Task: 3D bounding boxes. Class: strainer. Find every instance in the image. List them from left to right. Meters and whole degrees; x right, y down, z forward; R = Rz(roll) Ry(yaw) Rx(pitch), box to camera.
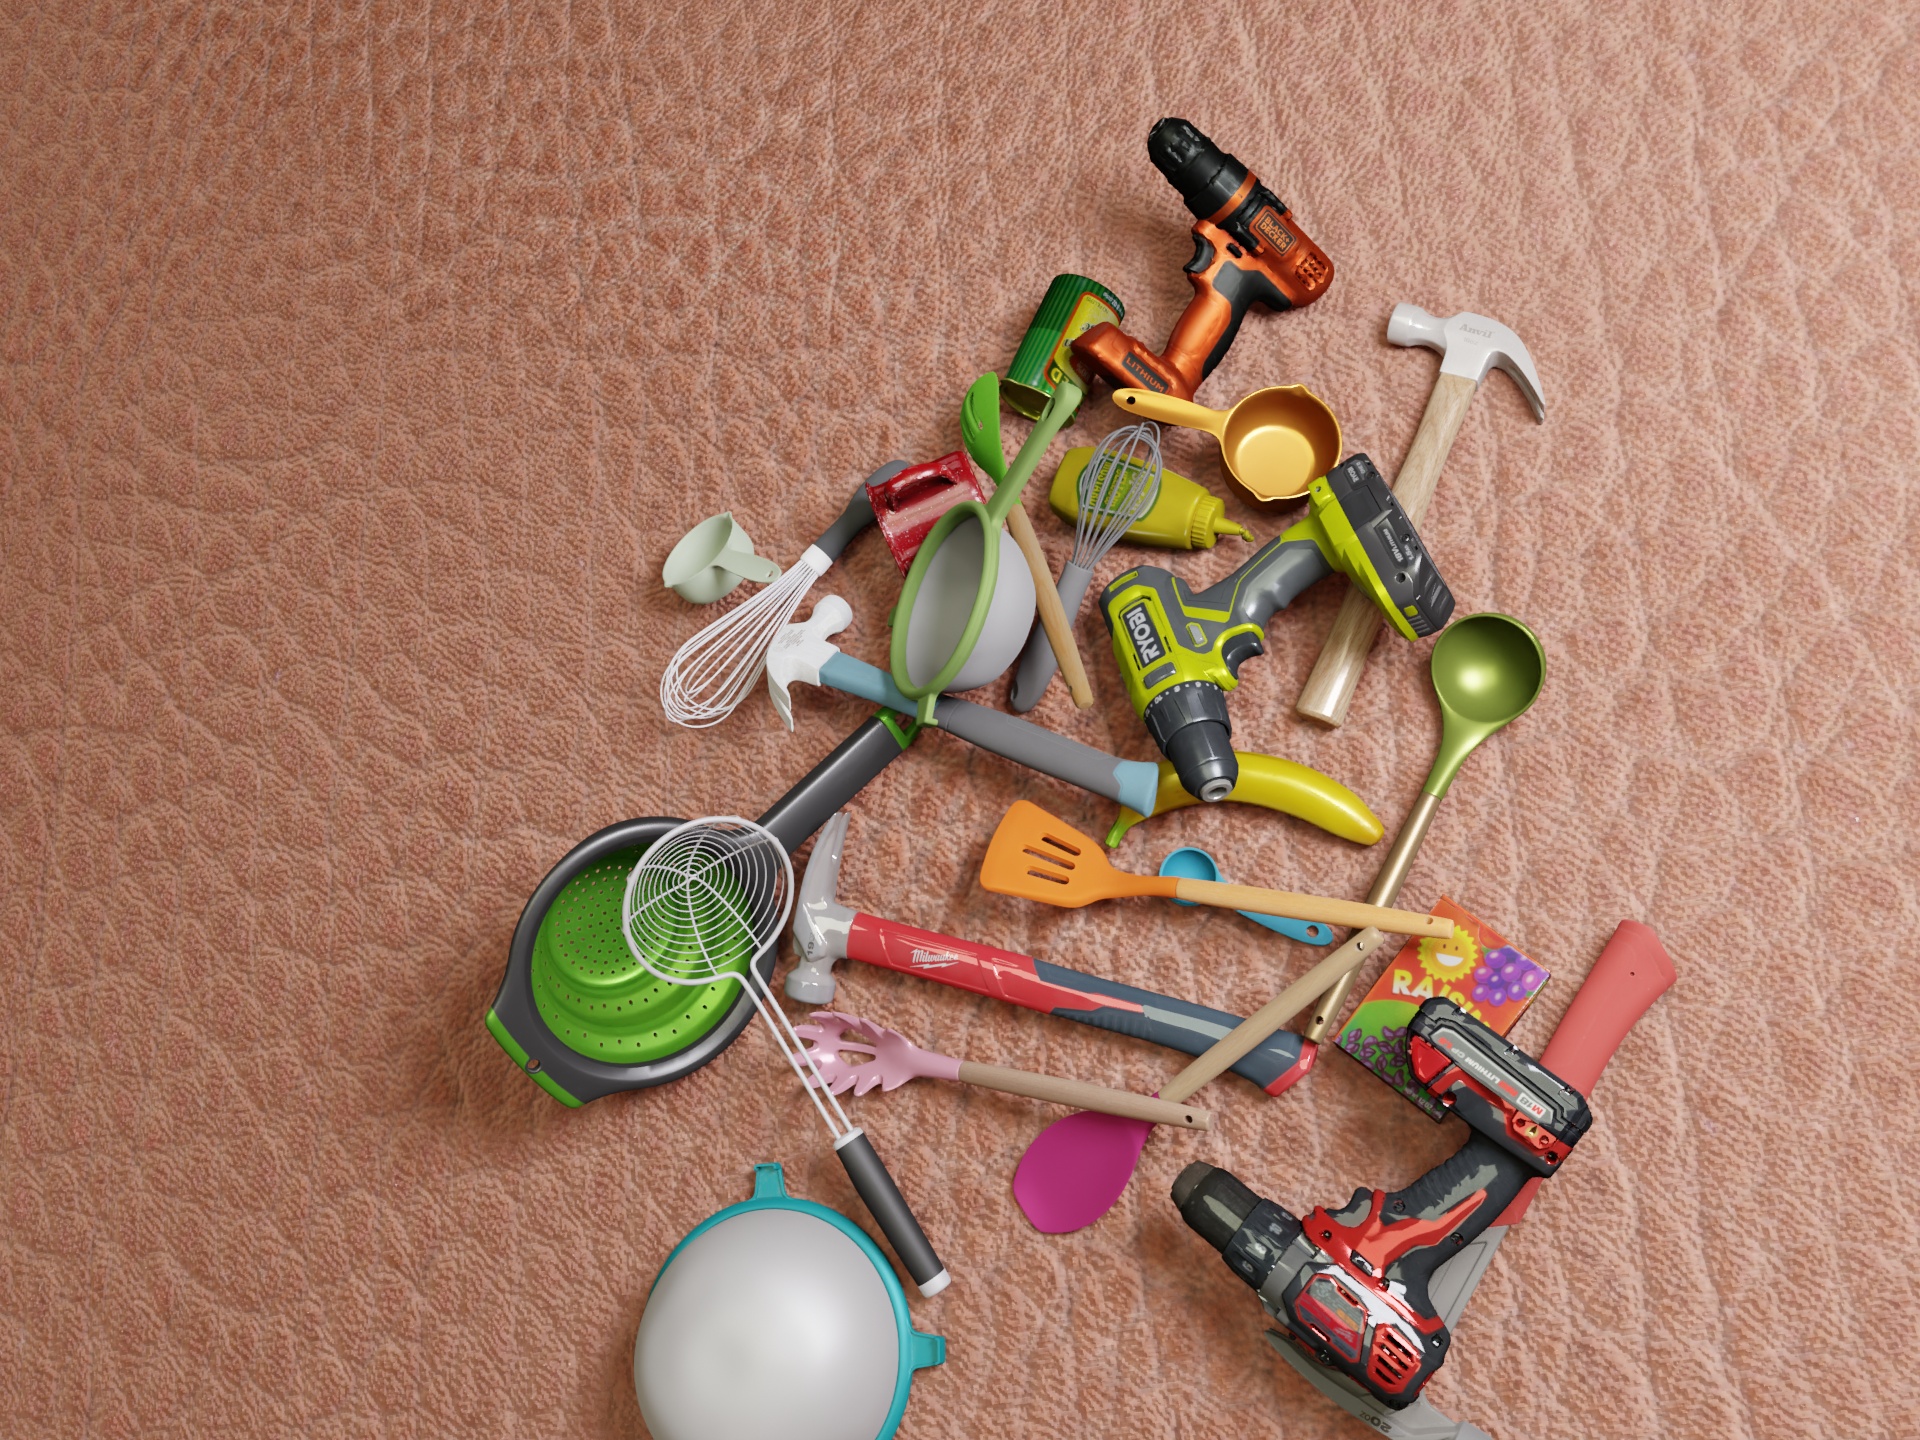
[{"bbox_3d":[-0.187,0.484,1.089,0.211,0.095,0.340,40,87,24],"label":"strainer"},{"bbox_3d":[0.035,-0.119,1.132,0.256,0.069,0.152,-58,27,26],"label":"strainer"}]

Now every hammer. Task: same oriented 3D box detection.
[{"bbox_3d":[-0.002,-0.004,1.178,0.331,0.033,0.128,21,45,23],"label":"hammer"},{"bbox_3d":[0.062,0.174,1.127,0.386,0.038,0.143,12,91,19],"label":"hammer"},{"bbox_3d":[0.324,-0.147,1.161,0.130,0.031,0.331,20,81,23],"label":"hammer"},{"bbox_3d":[0.343,0.284,1.016,0.149,0.036,0.359,28,84,23],"label":"hammer"}]

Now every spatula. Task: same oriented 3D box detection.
[{"bbox_3d":[0.170,0.113,1.086,0.323,0.041,0.081,6,51,28],"label":"spatula"}]

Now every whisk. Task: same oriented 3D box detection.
[{"bbox_3d":[-0.138,-0.105,1.286,0.070,0.070,0.284,39,82,24],"label":"whisk"},{"bbox_3d":[0.091,-0.112,1.184,0.055,0.055,0.239,30,106,24],"label":"whisk"}]

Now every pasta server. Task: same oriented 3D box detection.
[{"bbox_3d":[0.022,0.250,1.105,0.316,0.040,0.060,5,90,29],"label":"pasta server"}]

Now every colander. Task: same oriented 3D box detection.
[{"bbox_3d":[-0.189,0.109,1.210,0.397,0.204,0.095,-43,29,-16],"label":"colander"}]

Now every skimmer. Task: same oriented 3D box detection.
[{"bbox_3d":[-0.107,0.236,1.100,0.127,0.090,0.363,-30,81,-19],"label":"skimmer"}]

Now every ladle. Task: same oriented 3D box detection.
[{"bbox_3d":[0.304,0.070,1.071,0.078,0.062,0.320,23,77,30],"label":"ladle"}]

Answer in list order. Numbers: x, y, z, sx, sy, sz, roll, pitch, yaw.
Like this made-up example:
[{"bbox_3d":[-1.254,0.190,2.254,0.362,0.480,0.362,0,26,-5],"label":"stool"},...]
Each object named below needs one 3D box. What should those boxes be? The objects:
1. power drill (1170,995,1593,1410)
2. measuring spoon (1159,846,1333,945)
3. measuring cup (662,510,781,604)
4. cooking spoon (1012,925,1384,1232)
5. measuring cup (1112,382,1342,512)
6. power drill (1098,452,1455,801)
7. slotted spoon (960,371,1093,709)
[{"bbox_3d":[0.257,0.279,0.985,0.188,0.080,0.226,36,92,24],"label":"power drill"},{"bbox_3d":[0.202,0.129,1.124,0.129,0.021,0.042,24,85,14],"label":"measuring spoon"},{"bbox_3d":[-0.178,-0.119,1.273,0.083,0.038,0.168,-52,37,-12],"label":"measuring cup"},{"bbox_3d":[0.156,0.239,1.063,0.319,0.017,0.069,-43,67,18],"label":"cooking spoon"},{"bbox_3d":[0.197,-0.212,1.194,0.173,0.052,0.095,18,81,10],"label":"measuring cup"},{"bbox_3d":[0.218,-0.064,1.111,0.228,0.080,0.191,-31,51,19],"label":"power drill"},{"bbox_3d":[0.047,-0.140,1.191,0.031,0.070,0.314,-5,57,-19],"label":"slotted spoon"}]
